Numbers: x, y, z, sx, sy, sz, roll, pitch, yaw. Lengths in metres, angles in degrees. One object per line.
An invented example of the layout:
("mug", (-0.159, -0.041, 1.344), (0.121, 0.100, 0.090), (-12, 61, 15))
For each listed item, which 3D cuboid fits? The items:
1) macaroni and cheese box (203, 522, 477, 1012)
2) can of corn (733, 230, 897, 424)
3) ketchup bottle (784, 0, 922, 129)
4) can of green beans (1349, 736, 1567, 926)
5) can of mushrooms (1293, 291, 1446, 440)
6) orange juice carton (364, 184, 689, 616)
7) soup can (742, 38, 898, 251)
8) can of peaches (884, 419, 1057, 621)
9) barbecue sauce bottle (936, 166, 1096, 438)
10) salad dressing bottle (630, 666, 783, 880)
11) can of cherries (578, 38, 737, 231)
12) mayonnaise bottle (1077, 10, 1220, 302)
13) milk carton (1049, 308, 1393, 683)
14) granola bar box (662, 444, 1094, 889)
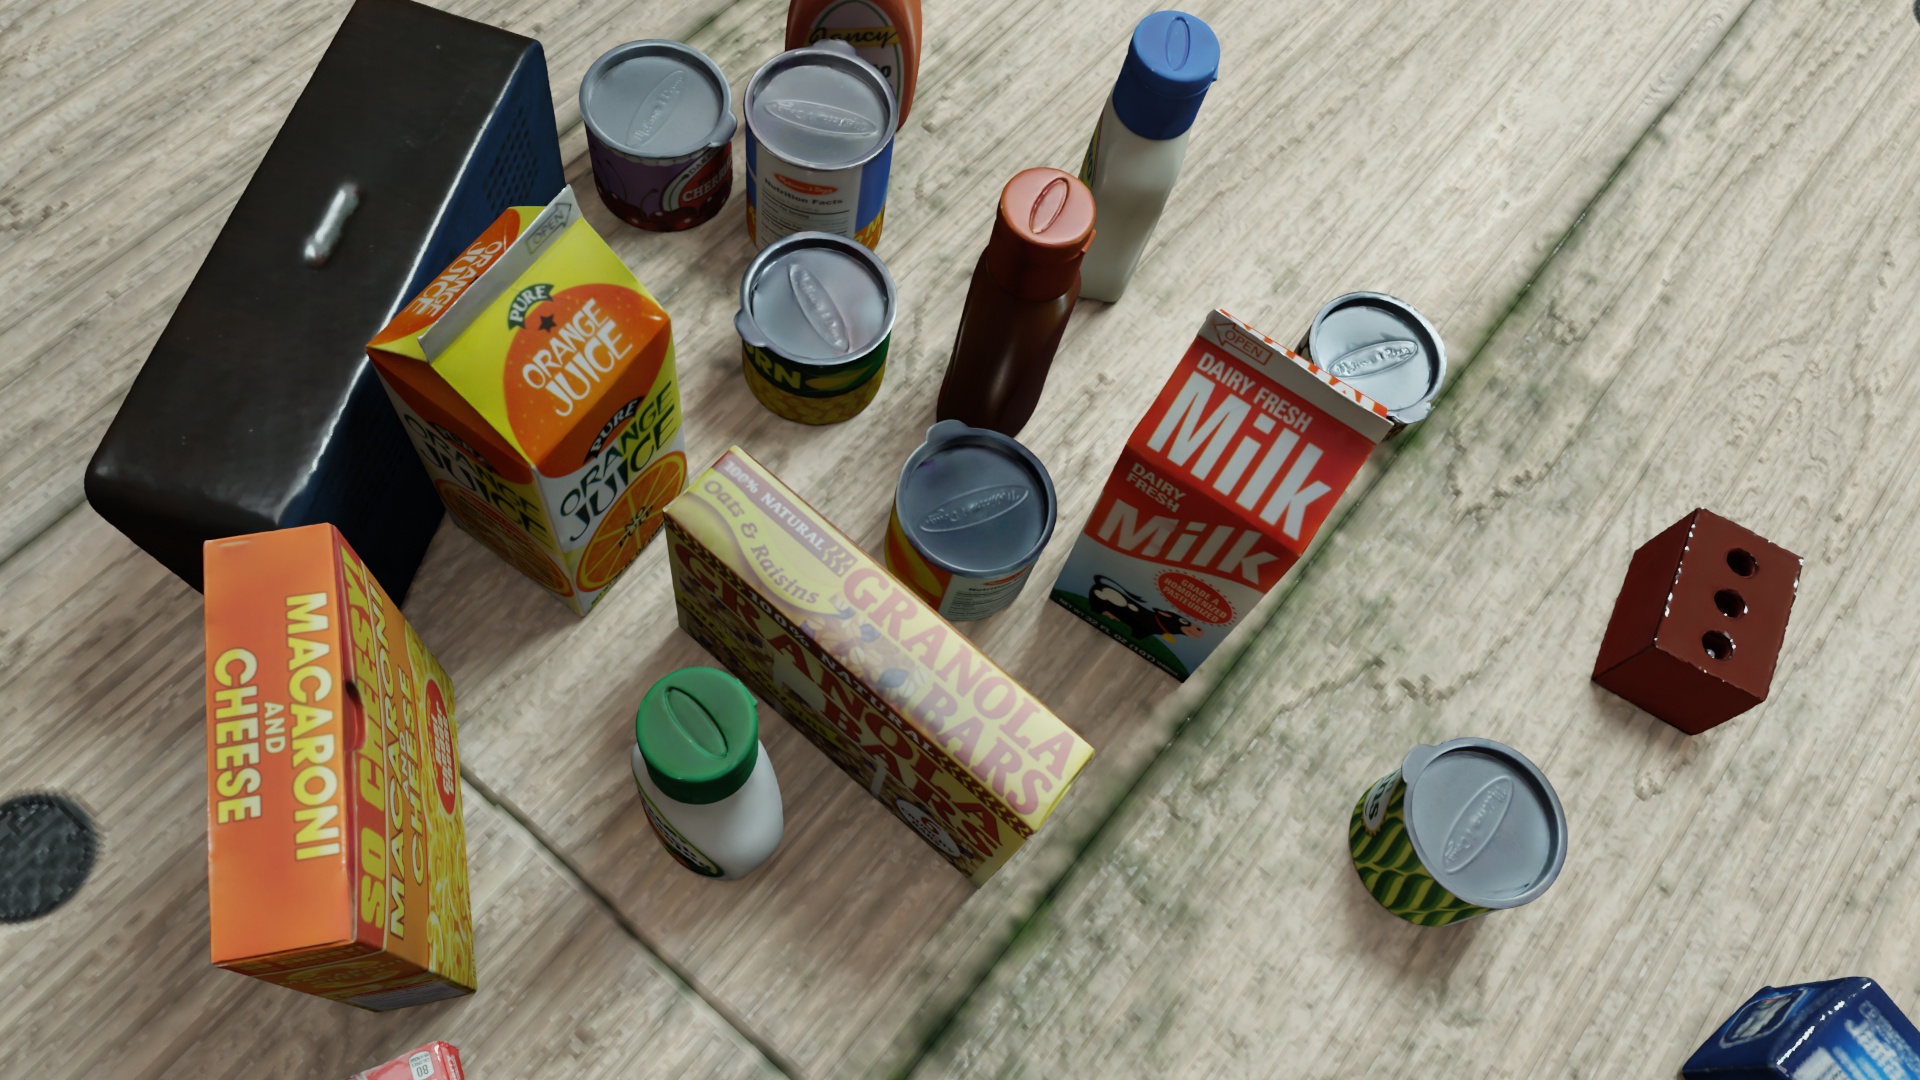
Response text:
("macaroni and cheese box", (-0.198, 0.083, 0.457), (0.040, 0.165, 0.124), (-9, 69, -12))
("can of corn", (-0.065, -0.091, 0.609), (0.071, 0.058, 0.071), (3, 67, -7))
("ketchup bottle", (-0.047, -0.247, 0.629), (0.065, 0.148, 0.044), (4, 67, -7))
("can of green beans", (0.198, 0.118, 0.560), (0.071, 0.057, 0.071), (3, 67, -7))
("can of mushrooms", (0.192, -0.079, 0.656), (0.071, 0.033, 0.071), (3, 67, -7))
("orange juice carton", (-0.152, -0.048, 0.505), (0.073, 0.192, 0.072), (34, 67, 6))
("soup can", (-0.064, -0.172, 0.630), (0.071, 0.083, 0.071), (3, 67, -7))
("can of peaches", (0.002, -0.007, 0.584), (0.071, 0.057, 0.071), (3, 67, -7))
("barbecue sauce bottle", (0.023, -0.094, 0.575), (0.044, 0.148, 0.065), (27, 66, 3))
("salad dressing bottle", (-0.089, 0.081, 0.484), (0.044, 0.147, 0.064), (-38, 77, -20))
("can of cherries", (-0.136, -0.183, 0.638), (0.071, 0.058, 0.072), (3, 67, -7))
("mayonnaise bottle", (0.076, -0.169, 0.614), (0.041, 0.147, 0.065), (11, 66, -4))
("milk carton", (0.097, -0.019, 0.531), (0.072, 0.189, 0.074), (33, 67, 6))
("granola bar box", (-0.035, 0.052, 0.517), (0.166, 0.123, 0.039), (40, 68, 9))
